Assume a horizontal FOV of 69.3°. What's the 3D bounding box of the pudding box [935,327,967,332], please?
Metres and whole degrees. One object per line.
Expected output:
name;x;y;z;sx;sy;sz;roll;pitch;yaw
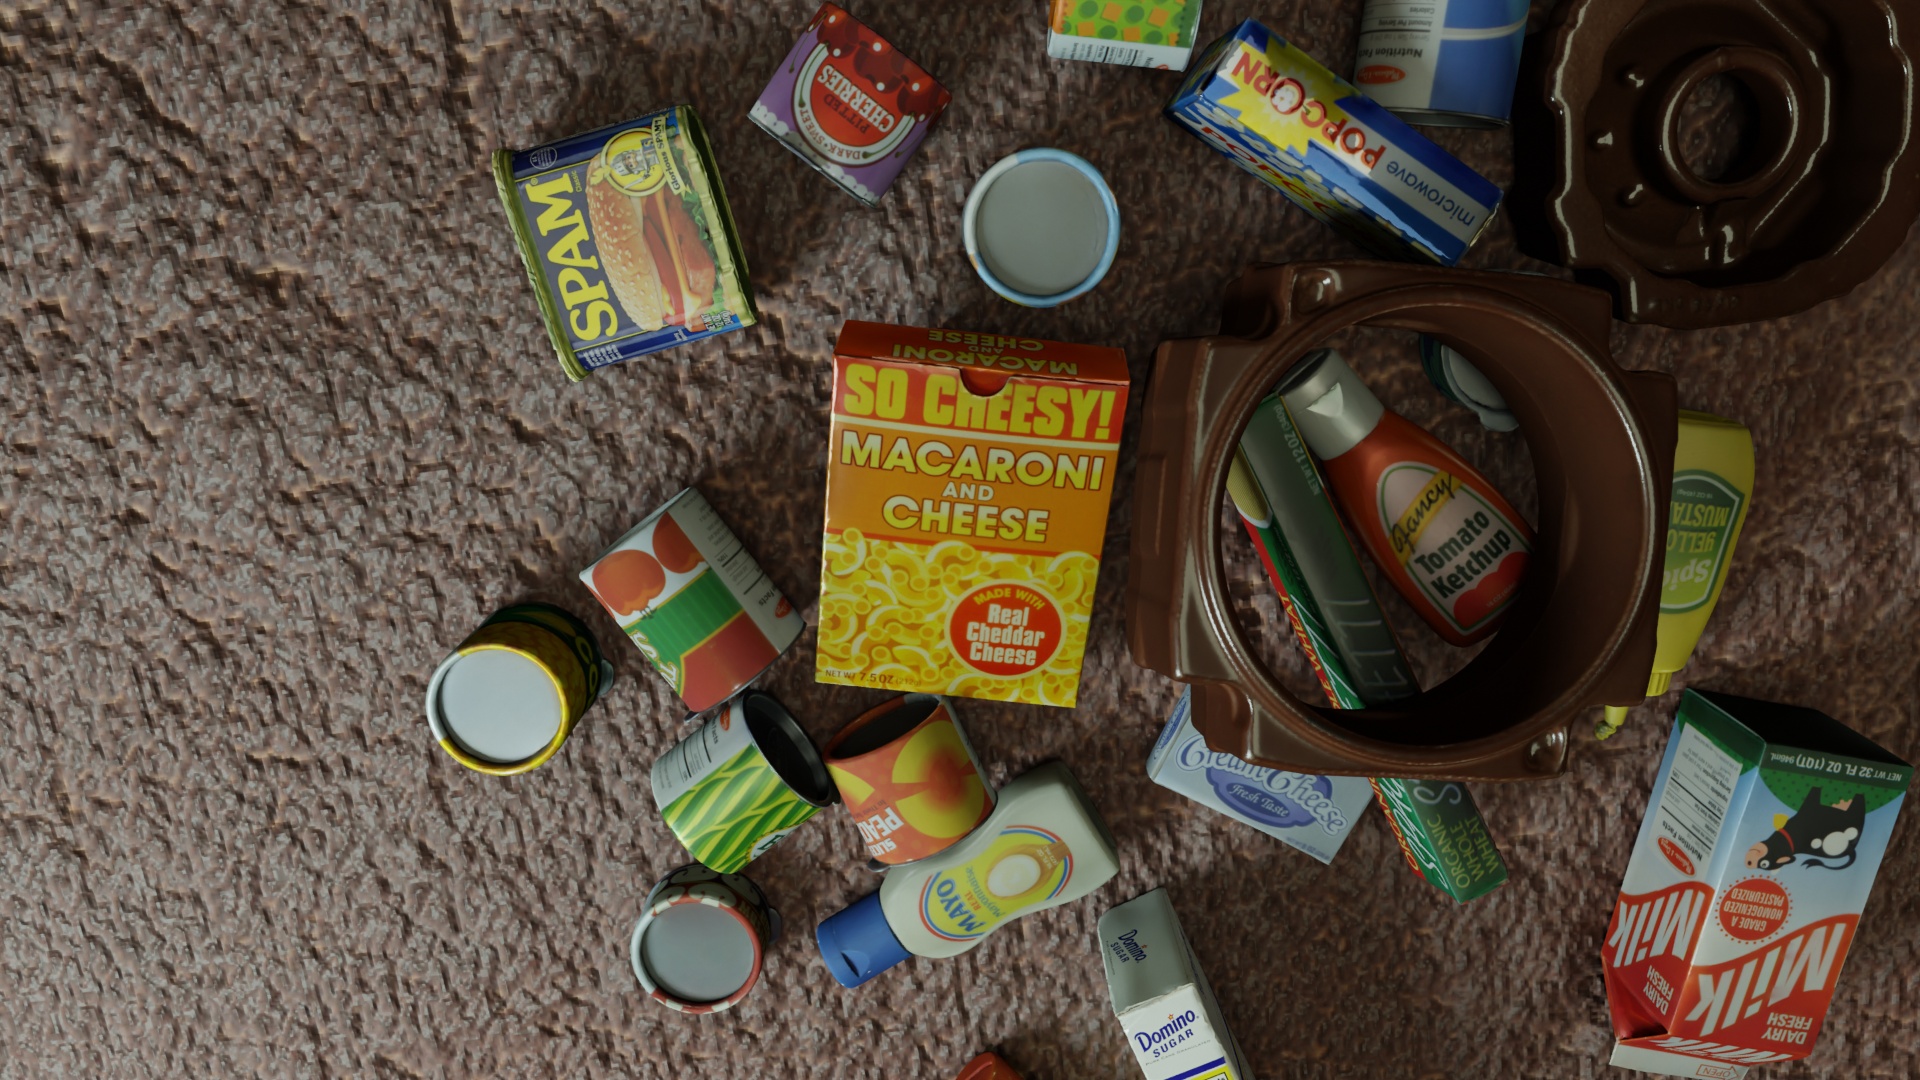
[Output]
pudding box;0.026;-0.066;0.630;0.084;0.030;0.049;8;103;-2

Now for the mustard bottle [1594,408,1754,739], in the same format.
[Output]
mustard bottle;0.317;0.020;0.643;0.065;0.049;0.159;5;103;0

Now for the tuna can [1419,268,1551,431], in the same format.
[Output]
tuna can;0.243;-0.086;0.625;0.071;0.033;0.071;0;104;0

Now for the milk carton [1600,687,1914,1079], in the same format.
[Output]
milk carton;0.372;0.176;0.668;0.072;0.073;0.190;10;104;-3

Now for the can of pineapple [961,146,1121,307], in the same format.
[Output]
can of pineapple;0.035;-0.135;0.599;0.071;0.058;0.070;0;104;-1

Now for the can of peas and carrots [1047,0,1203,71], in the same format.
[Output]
can of peas and carrots;0.068;-0.233;0.571;0.059;0.071;0.070;5;104;-1

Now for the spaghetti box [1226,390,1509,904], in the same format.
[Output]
spaghetti box;0.179;0.049;0.633;0.029;0.050;0.249;-27;96;-5

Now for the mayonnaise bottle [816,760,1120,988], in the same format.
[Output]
mayonnaise bottle;0.001;0.169;0.680;0.148;0.041;0.064;-31;104;6

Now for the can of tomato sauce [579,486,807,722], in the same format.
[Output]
can of tomato sauce;-0.123;0.028;0.633;0.071;0.071;0.083;-36;101;8

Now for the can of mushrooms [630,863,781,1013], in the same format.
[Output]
can of mushrooms;-0.126;0.198;0.691;0.071;0.033;0.071;0;103;0

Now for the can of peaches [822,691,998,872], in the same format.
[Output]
can of peaches;-0.026;0.111;0.652;0.071;0.071;0.058;-24;102;5

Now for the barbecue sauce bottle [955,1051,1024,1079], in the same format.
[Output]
barbecue sauce bottle;0.057;0.327;0.718;0.065;0.044;0.148;-43;100;9

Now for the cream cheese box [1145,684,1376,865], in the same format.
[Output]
cream cheese box;0.147;0.112;0.676;0.104;0.024;0.053;26;100;-7

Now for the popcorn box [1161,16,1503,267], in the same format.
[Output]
popcorn box;0.152;-0.162;0.579;0.127;0.085;0.038;32;101;-7

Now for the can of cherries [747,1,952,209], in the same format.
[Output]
can of cherries;-0.045;-0.181;0.580;0.071;0.071;0.058;36;101;-8

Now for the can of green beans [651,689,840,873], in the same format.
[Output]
can of green beans;-0.102;0.114;0.654;0.058;0.071;0.071;-37;101;9

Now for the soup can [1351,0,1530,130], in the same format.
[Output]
soup can;0.203;-0.217;0.577;0.071;0.071;0.083;6;103;-2

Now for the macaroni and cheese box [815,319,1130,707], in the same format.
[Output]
macaroni and cheese box;0.002;-0.008;0.616;0.124;0.040;0.165;6;120;-1

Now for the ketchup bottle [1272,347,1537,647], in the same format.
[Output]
ketchup bottle;0.202;-0.023;0.635;0.064;0.043;0.148;-42;100;9

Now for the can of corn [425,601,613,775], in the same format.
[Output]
can of corn;-0.204;0.069;0.646;0.071;0.058;0.071;0;104;0
